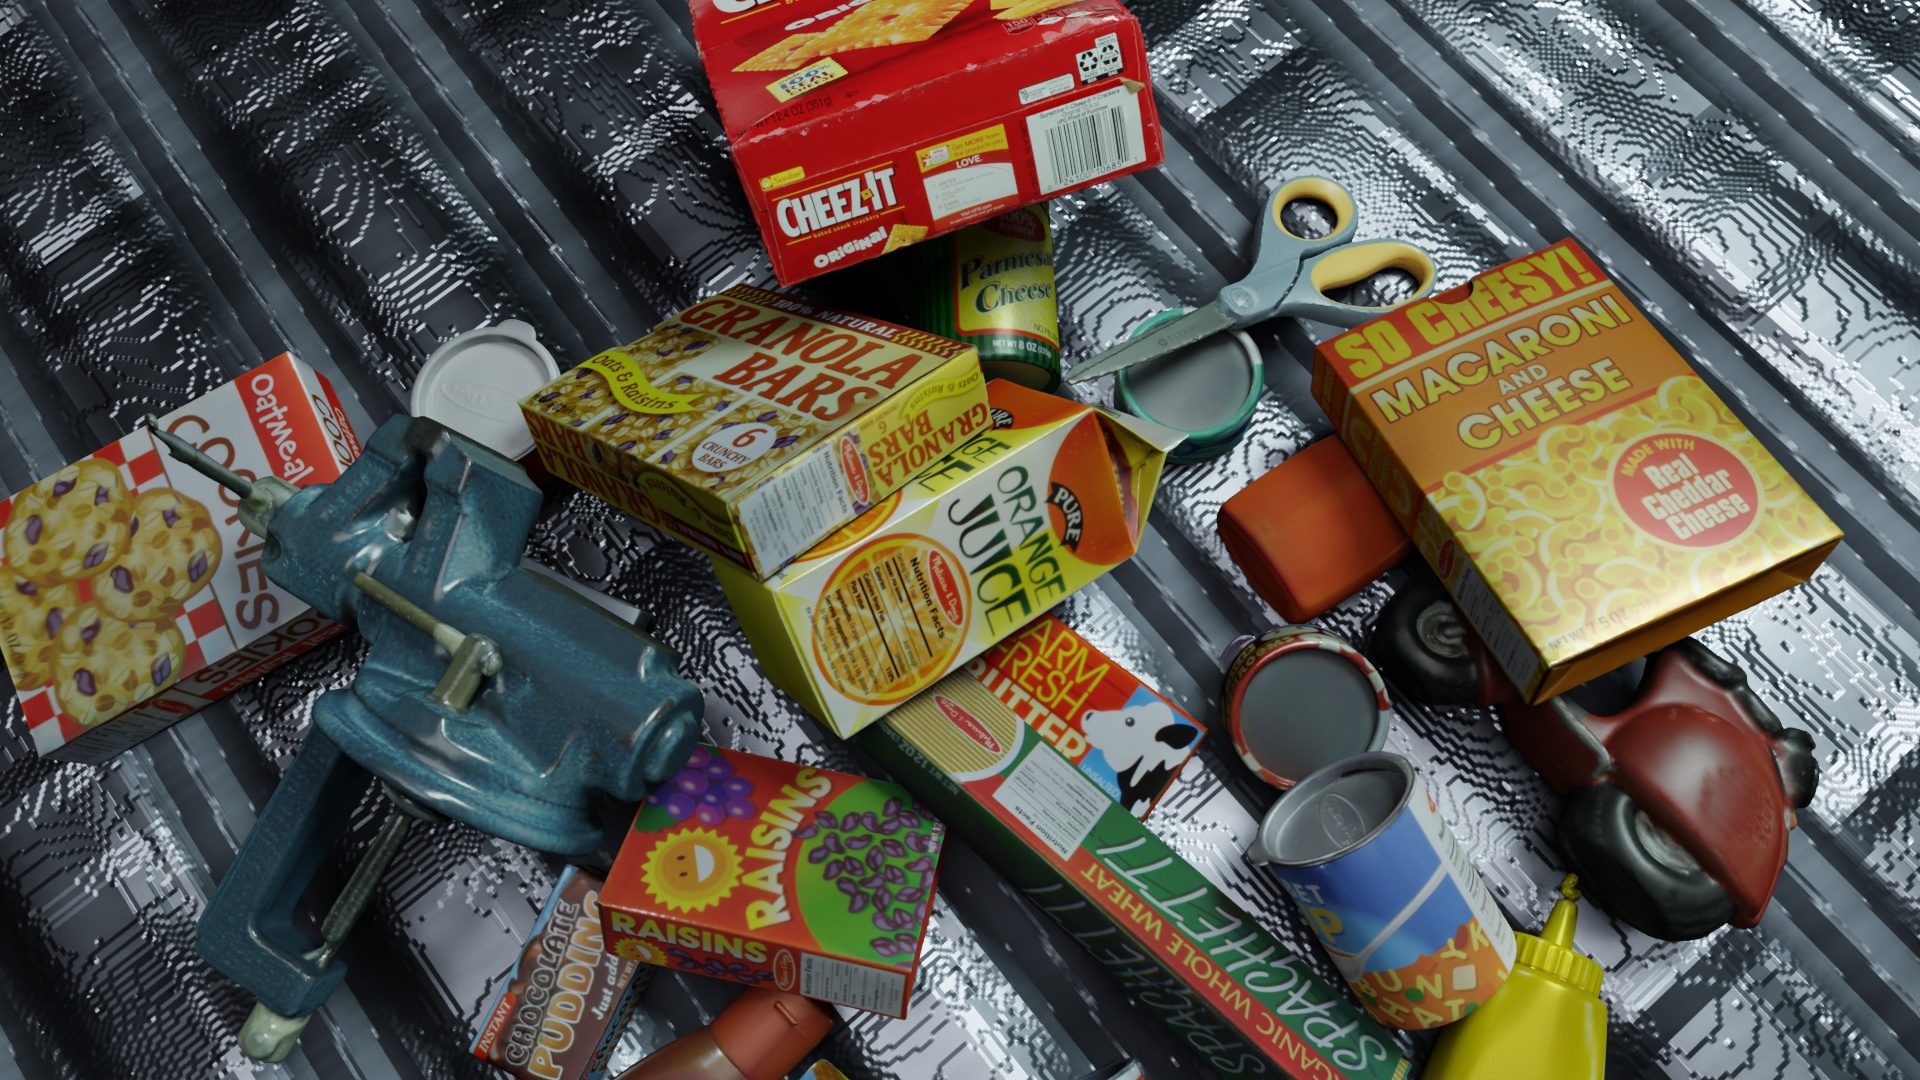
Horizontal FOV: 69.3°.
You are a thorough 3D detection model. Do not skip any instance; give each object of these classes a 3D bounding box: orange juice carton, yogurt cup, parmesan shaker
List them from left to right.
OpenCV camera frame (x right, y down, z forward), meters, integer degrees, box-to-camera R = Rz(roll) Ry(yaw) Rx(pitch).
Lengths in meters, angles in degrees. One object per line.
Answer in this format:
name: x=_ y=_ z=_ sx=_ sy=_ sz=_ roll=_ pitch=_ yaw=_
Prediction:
yogurt cup: x=-0.208 y=-0.057 z=0.637 sx=0.072 sy=0.054 sz=0.072 roll=-1 pitch=73 yaw=4
orange juice carton: x=0.002 y=-0.007 z=0.573 sx=0.193 sy=0.072 sz=0.072 roll=-31 pitch=29 yaw=-21
parmesan shaker: x=0.013 y=-0.117 z=0.637 sx=0.071 sy=0.071 sz=0.103 roll=-4 pitch=74 yaw=3

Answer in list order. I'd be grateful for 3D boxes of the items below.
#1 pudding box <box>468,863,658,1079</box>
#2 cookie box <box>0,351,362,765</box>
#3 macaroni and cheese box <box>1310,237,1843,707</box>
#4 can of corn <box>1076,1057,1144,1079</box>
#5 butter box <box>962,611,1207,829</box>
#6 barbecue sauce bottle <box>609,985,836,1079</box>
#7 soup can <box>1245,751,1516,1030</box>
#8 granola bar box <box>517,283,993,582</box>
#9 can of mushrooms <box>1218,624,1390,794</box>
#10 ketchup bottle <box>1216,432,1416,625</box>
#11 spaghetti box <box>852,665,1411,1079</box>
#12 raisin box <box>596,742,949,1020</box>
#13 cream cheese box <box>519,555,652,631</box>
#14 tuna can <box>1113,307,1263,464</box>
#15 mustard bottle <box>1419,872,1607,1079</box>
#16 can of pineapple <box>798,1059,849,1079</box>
pudding box: x=-0.158 y=0.181 z=0.574 sx=0.050 sy=0.030 sz=0.084 roll=24 pitch=76 yaw=11
cookie box: x=-0.350 y=0.007 z=0.635 sx=0.167 sy=0.040 sz=0.123 roll=-29 pitch=74 yaw=-4
macaroni and cheese box: x=0.236 y=-0.034 z=0.554 sx=0.124 sy=0.040 sz=0.167 roll=-23 pitch=59 yaw=-5
can of corn: x=0.048 y=0.240 z=0.526 sx=0.071 sy=0.071 sz=0.058 roll=-26 pitch=74 yaw=-4
butter box: x=0.049 y=0.073 z=0.597 sx=0.103 sy=0.024 sz=0.053 roll=37 pitch=79 yaw=13
barbecue sauce bottle: x=-0.115 y=0.232 z=0.549 sx=0.149 sy=0.043 sz=0.065 roll=-43 pitch=83 yaw=-10
soup can: x=0.162 y=0.136 z=0.536 sx=0.071 sy=0.071 sz=0.083 roll=-35 pitch=101 yaw=-7
granola bar box: x=-0.088 y=-0.054 z=0.573 sx=0.125 sy=0.039 sz=0.166 roll=-36 pitch=38 yaw=-29
can of mushrooms: x=0.140 y=0.068 z=0.577 sx=0.071 sy=0.033 sz=0.071 roll=0 pitch=97 yaw=4
ketchup bottle: x=0.189 y=-0.027 z=0.609 sx=0.149 sy=0.043 sz=0.065 roll=-32 pitch=70 yaw=-6
spaghetti box: x=0.066 y=0.142 z=0.553 sx=0.250 sy=0.028 sz=0.050 roll=41 pitch=43 yaw=9
raisin box: x=-0.071 y=0.133 z=0.559 sx=0.123 sy=0.039 sz=0.086 roll=11 pitch=44 yaw=4
cream cheese box: x=-0.196 y=0.036 z=0.624 sx=0.104 sy=0.024 sz=0.053 roll=23 pitch=75 yaw=10
tuna can: x=0.102 y=-0.069 z=0.633 sx=0.071 sy=0.032 sz=0.071 roll=-1 pitch=73 yaw=3
mustard bottle: x=0.214 y=0.205 z=0.534 sx=0.065 sy=0.048 sz=0.160 roll=23 pitch=75 yaw=10
can of pineapple: x=-0.052 y=0.242 z=0.529 sx=0.058 sy=0.071 sz=0.071 roll=36 pitch=79 yaw=13
